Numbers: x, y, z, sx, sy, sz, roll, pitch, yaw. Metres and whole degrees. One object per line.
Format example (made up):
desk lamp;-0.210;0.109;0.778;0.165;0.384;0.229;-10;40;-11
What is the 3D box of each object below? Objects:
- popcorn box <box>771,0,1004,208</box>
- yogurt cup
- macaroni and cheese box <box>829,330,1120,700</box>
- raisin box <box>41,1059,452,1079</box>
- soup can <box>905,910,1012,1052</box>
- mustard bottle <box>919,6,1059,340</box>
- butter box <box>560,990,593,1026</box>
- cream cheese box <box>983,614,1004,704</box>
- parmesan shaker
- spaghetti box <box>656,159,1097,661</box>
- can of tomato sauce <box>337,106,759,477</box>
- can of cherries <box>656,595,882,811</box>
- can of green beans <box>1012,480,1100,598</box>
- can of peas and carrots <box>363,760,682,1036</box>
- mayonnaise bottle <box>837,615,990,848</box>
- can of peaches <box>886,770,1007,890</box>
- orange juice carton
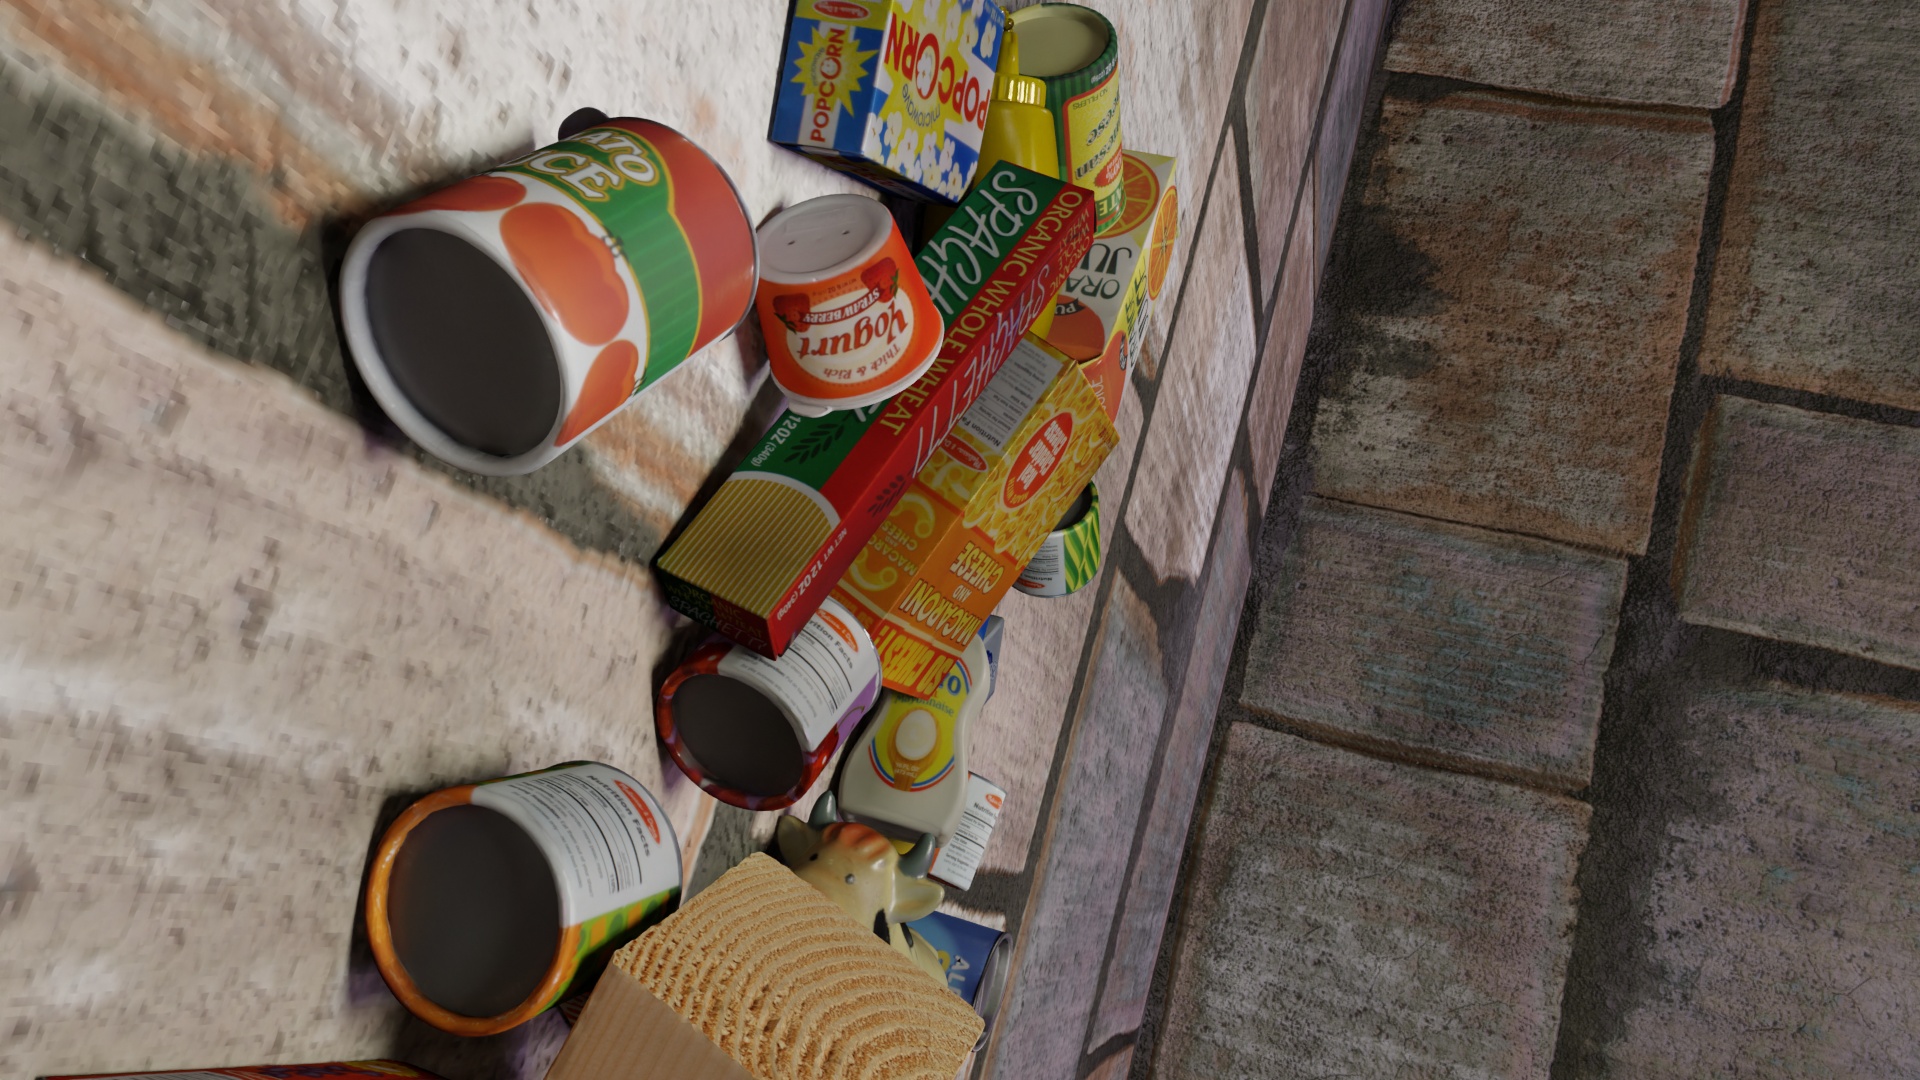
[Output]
popcorn box;-0.024;-0.183;0.546;0.127;0.038;0.085;-12;115;-71
yogurt cup;-0.045;-0.090;0.508;0.053;0.072;0.073;72;34;-45
macaroni and cheese box;0.002;-0.008;0.654;0.166;0.040;0.123;-53;160;-1
raisin box;-0.172;0.172;0.329;0.123;0.040;0.086;57;47;-68
soup can;-0.022;0.241;0.776;0.071;0.084;0.071;11;91;-73
mustard bottle;0.017;-0.165;0.649;0.049;0.065;0.159;-21;120;-64
butter box;-0.110;0.180;0.505;0.103;0.053;0.024;84;23;-46
cream cheese box;-0.003;0.085;0.826;0.104;0.024;0.053;-40;139;-63
parmesan shaker;0.049;-0.210;0.711;0.102;0.071;0.071;78;30;-53
spaghetti box;-0.023;-0.063;0.544;0.251;0.050;0.028;-55;158;-30
can of tomato sauce;-0.100;-0.064;0.345;0.083;0.071;0.070;-52;150;-53
can of cherries;-0.072;0.060;0.522;0.059;0.071;0.071;-53;150;-53
can of green beans;0.055;-0.007;0.873;0.057;0.071;0.071;83;26;-46
can of peas and carrots;-0.123;0.100;0.390;0.059;0.071;0.071;9;94;-72
mayonnaise bottle;-0.015;0.081;0.726;0.041;0.065;0.149;90;15;-63
can of peaches;-0.017;0.151;0.757;0.071;0.071;0.058;60;50;-66
orange juice carton;0.068;-0.137;0.813;0.071;0.073;0.193;73;34;-59
